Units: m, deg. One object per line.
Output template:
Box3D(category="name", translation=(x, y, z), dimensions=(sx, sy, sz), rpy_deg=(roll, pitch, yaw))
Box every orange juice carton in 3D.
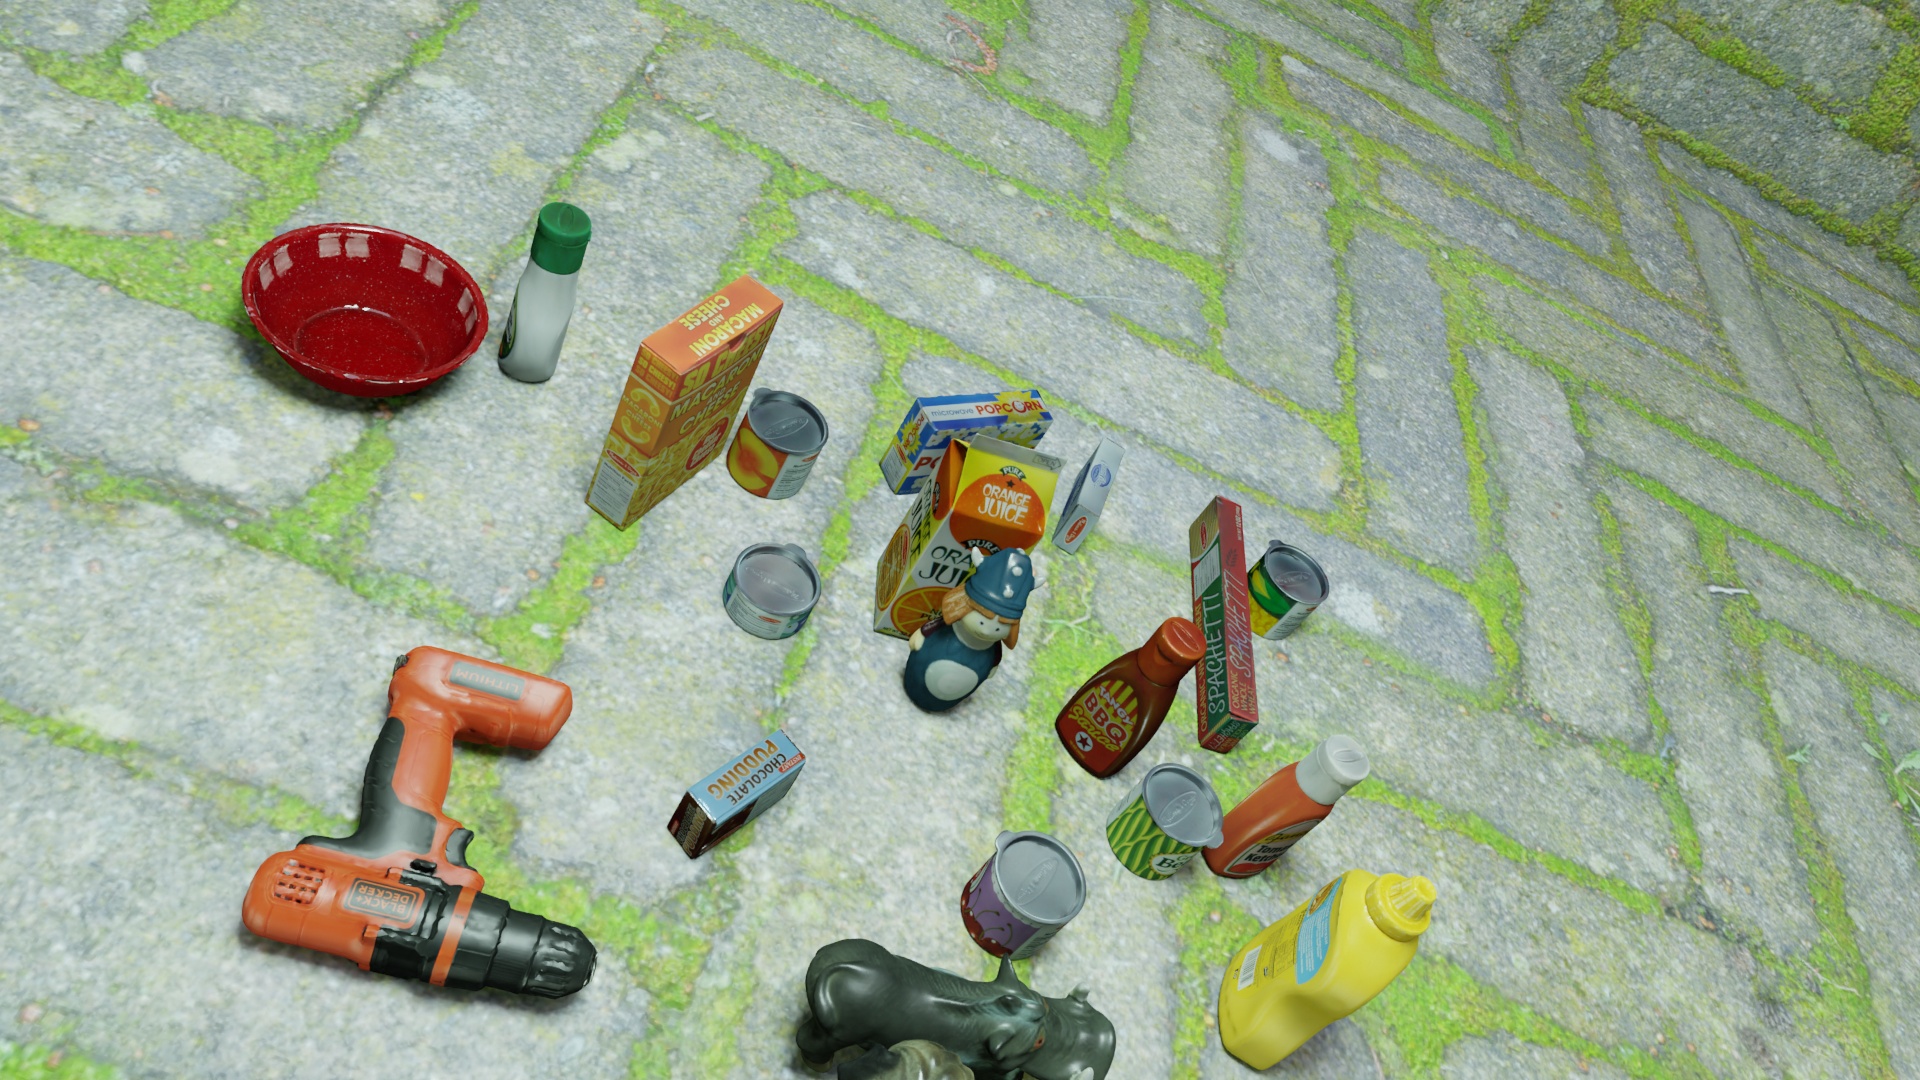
Box3D(category="orange juice carton", translation=(0.004, -0.006, 1.016), dimensions=(0.072, 0.191, 0.073), rpy_deg=(16, 45, -18))

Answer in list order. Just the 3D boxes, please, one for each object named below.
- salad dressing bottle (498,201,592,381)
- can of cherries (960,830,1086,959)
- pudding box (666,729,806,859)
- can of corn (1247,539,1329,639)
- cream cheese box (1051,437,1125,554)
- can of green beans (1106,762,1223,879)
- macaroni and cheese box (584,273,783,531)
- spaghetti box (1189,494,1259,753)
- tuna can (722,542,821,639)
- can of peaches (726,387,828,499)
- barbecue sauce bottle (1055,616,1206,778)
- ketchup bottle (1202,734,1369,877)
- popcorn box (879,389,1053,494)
Box3D(category="salad dressing bottle", translation=(-0.306, -0.182, 1.025), dimensions=(0.044, 0.146, 0.064), rpy_deg=(14, 46, -20))
Box3D(category="can of cherries", translation=(0.039, 0.233, 0.919), dimensions=(0.071, 0.058, 0.072), rpy_deg=(17, 45, -17))
Box3D(category="pudding box", translation=(-0.141, 0.161, 0.884), dimensions=(0.030, 0.049, 0.084), rpy_deg=(46, 44, 13))
Box3D(category="can of corn", translation=(0.282, 0.044, 1.234), dimensions=(0.071, 0.058, 0.071), rpy_deg=(17, 45, -17))
Box3D(category="cream cheese box", translation=(0.112, -0.040, 1.213), dimensions=(0.024, 0.053, 0.104), rpy_deg=(30, 43, -4))
Box3D(category="can of green beans", translation=(0.148, 0.205, 1.009), dimensions=(0.071, 0.057, 0.071), rpy_deg=(17, 45, -17))
Box3D(category="macaroni and cheese box", translation=(-0.198, -0.098, 0.999), dimensions=(0.040, 0.165, 0.124), rpy_deg=(37, 43, 4))
Box3D(category="spaghetti box", translation=(0.222, 0.066, 1.185), dimensions=(0.029, 0.050, 0.251), rpy_deg=(20, 44, -14))
Box3D(category="tuna can", translation=(-0.137, 0.035, 1.012), dimensions=(0.071, 0.032, 0.071), rpy_deg=(17, 45, -17))
Box3D(category="can of peaches", translation=(-0.145, -0.076, 1.089), dimensions=(0.071, 0.057, 0.071), rpy_deg=(17, 45, -17))
Box3D(category="barbecue sauce bottle", translation=(0.127, 0.112, 1.015), dimensions=(0.044, 0.147, 0.065), rpy_deg=(-23, 66, -42))
Box3D(category="ketchup bottle", translation=(0.237, 0.193, 1.007), dimensions=(0.065, 0.148, 0.044), rpy_deg=(1, 52, -30))
Box3D(category="popcorn box", translation=(0.005, -0.083, 1.165), dimensions=(0.127, 0.084, 0.038), rpy_deg=(-8, 57, -36))
